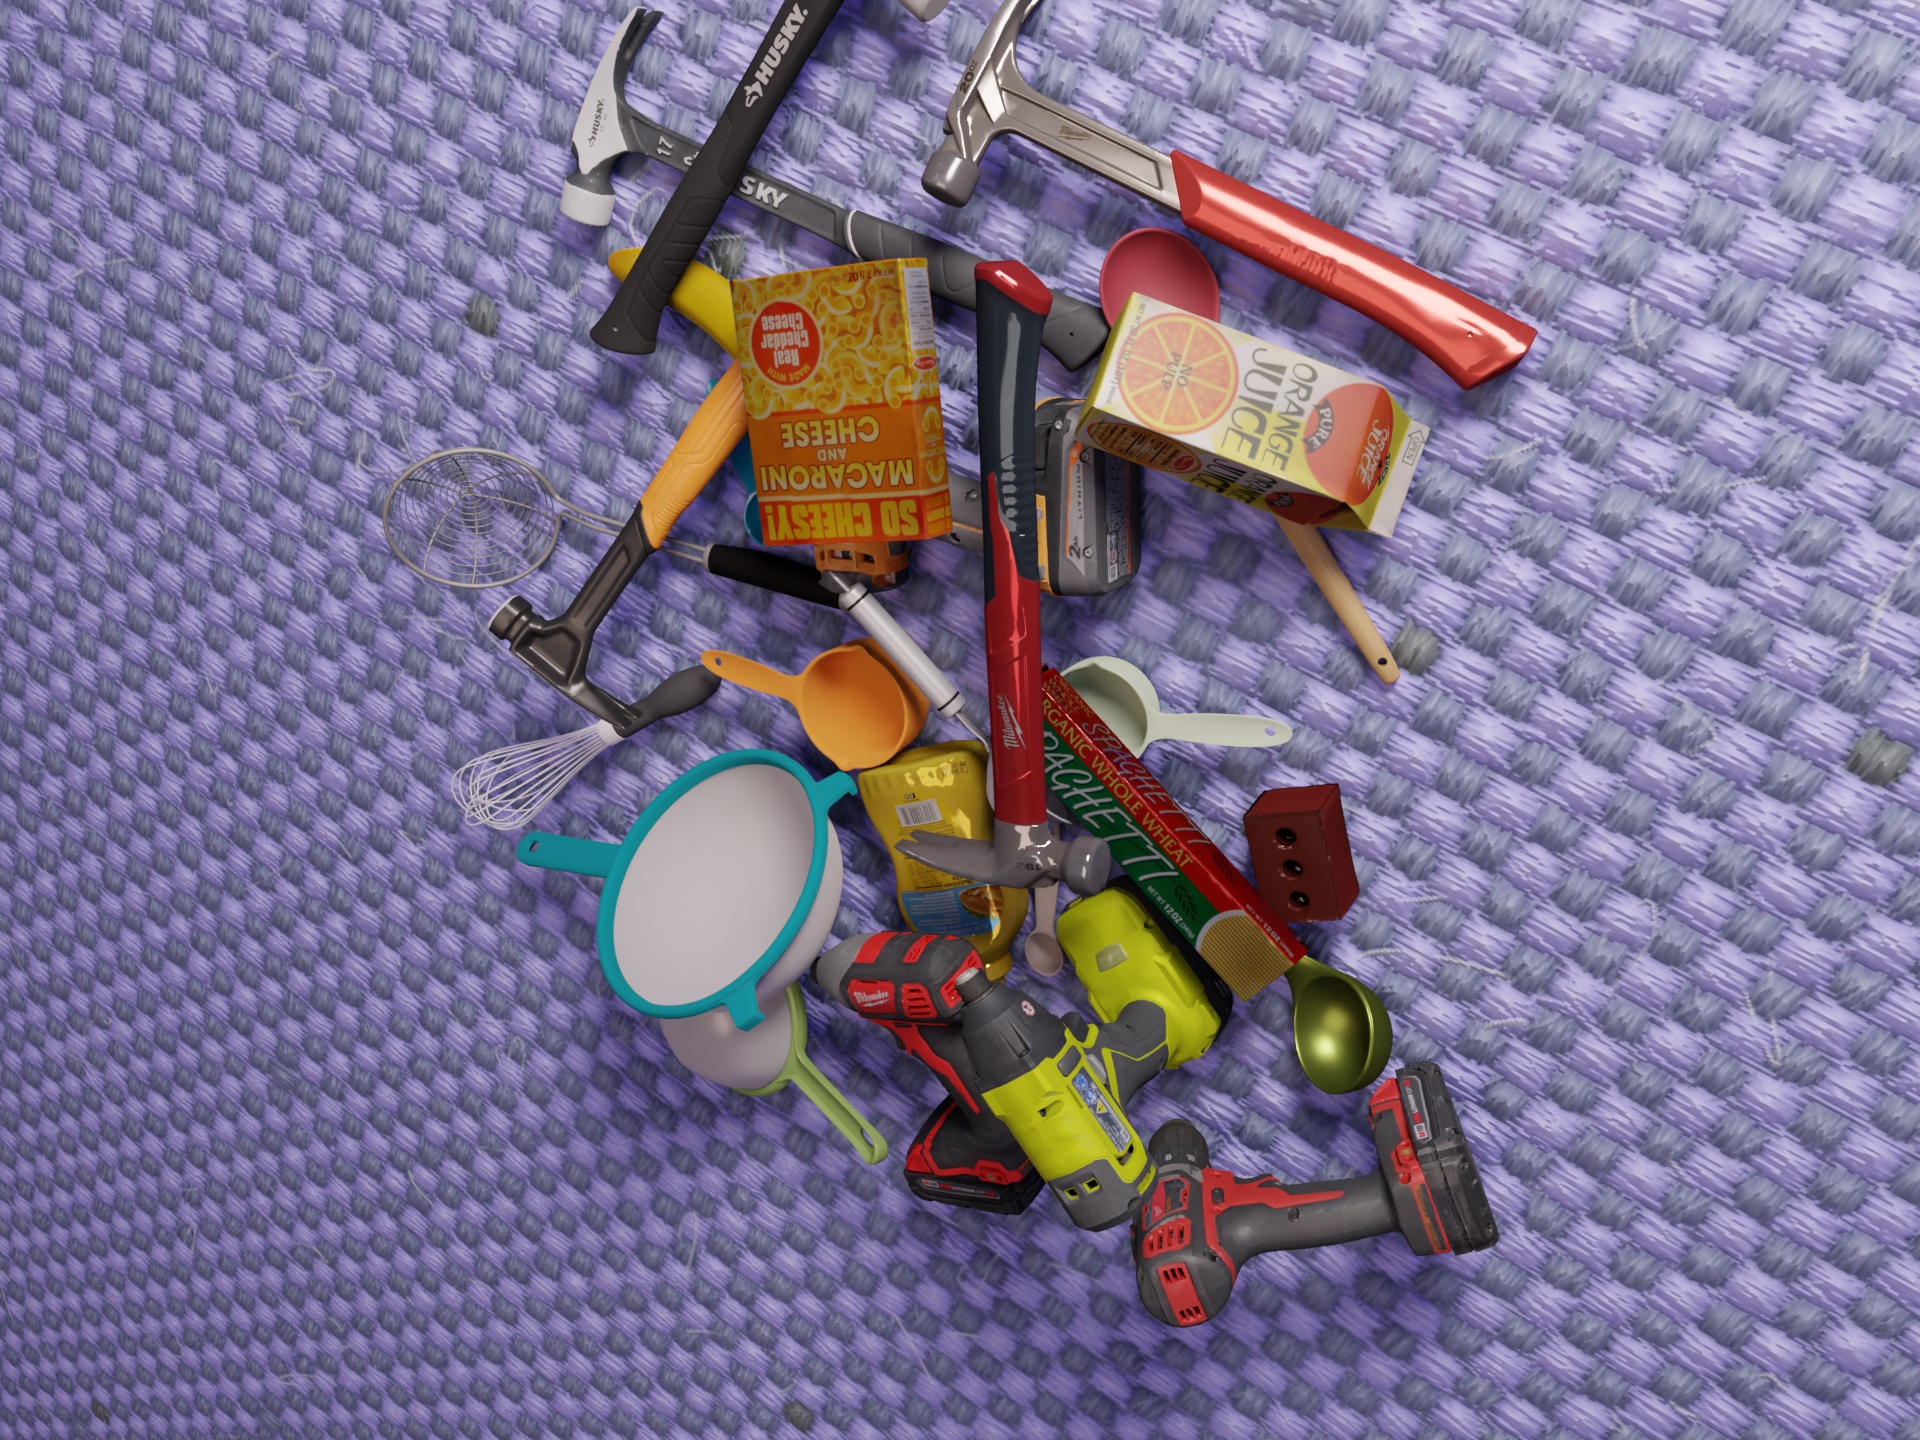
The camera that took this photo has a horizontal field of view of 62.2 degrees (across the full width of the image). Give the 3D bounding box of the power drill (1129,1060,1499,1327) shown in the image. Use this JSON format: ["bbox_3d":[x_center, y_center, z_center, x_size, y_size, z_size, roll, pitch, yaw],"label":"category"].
[{"bbox_3d":[0.221,0.302,1.053,0.226,0.188,0.080,-20,103,12],"label":"power drill"}]

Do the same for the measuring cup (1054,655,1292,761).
[{"bbox_3d":[0.137,-0.003,1.042,0.167,0.038,0.083,5,110,23],"label":"measuring cup"}]

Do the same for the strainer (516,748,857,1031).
[{"bbox_3d":[-0.210,0.130,1.219,0.340,0.211,0.095,4,154,40],"label":"strainer"}]

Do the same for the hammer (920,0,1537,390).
[{"bbox_3d":[0.162,-0.297,0.908,0.359,0.036,0.149,29,95,9],"label":"hammer"}]

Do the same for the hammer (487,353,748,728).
[{"bbox_3d":[-0.197,-0.147,1.097,0.127,0.034,0.336,39,114,-2],"label":"hammer"}]

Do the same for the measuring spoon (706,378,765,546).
[{"bbox_3d":[-0.148,-0.184,1.133,0.042,0.021,0.128,-25,87,24],"label":"measuring spoon"}]

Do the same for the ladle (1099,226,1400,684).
[{"bbox_3d":[0.183,-0.157,0.967,0.069,0.031,0.315,-31,95,16],"label":"ladle"}]

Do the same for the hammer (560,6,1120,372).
[{"bbox_3d":[-0.081,-0.328,1.032,0.409,0.036,0.149,28,117,15],"label":"hammer"}]

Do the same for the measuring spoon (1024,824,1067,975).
[{"bbox_3d":[0.066,0.123,1.138,0.034,0.018,0.124,12,107,38],"label":"measuring spoon"}]

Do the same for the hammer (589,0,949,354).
[{"bbox_3d":[-0.150,-0.370,1.011,0.146,0.035,0.334,43,119,6],"label":"hammer"}]

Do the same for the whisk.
[{"bbox_3d":[-0.298,0.018,1.257,0.284,0.070,0.070,-26,96,27],"label":"whisk"}]

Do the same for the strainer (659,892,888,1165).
[{"bbox_3d":[-0.159,0.259,1.223,0.257,0.069,0.151,38,121,32],"label":"strainer"}]

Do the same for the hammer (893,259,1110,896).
[{"bbox_3d":[0.017,-0.080,0.970,0.143,0.038,0.386,7,112,26],"label":"hammer"}]

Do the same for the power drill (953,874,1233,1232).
[{"bbox_3d":[0.086,0.196,1.029,0.080,0.223,0.171,-33,92,31],"label":"power drill"}]

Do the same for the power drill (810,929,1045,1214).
[{"bbox_3d":[-0.021,0.247,1.153,0.143,0.078,0.219,-4,119,40],"label":"power drill"}]

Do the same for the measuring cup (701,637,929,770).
[{"bbox_3d":[-0.102,-0.027,1.144,0.174,0.052,0.095,18,114,22],"label":"measuring cup"}]

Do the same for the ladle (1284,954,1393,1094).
[{"bbox_3d":[0.161,0.119,1.063,0.320,0.062,0.078,44,135,9],"label":"ladle"}]

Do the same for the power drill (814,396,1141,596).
[{"bbox_3d":[-0.002,-0.170,1.027,0.226,0.084,0.185,7,110,29],"label":"power drill"}]

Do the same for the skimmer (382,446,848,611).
[{"bbox_3d":[-0.249,-0.117,1.160,0.363,0.090,0.127,17,136,19],"label":"skimmer"}]

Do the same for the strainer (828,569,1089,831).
[{"bbox_3d":[-0.002,-0.003,1.065,0.050,0.087,0.258,-40,98,13],"label":"strainer"}]
